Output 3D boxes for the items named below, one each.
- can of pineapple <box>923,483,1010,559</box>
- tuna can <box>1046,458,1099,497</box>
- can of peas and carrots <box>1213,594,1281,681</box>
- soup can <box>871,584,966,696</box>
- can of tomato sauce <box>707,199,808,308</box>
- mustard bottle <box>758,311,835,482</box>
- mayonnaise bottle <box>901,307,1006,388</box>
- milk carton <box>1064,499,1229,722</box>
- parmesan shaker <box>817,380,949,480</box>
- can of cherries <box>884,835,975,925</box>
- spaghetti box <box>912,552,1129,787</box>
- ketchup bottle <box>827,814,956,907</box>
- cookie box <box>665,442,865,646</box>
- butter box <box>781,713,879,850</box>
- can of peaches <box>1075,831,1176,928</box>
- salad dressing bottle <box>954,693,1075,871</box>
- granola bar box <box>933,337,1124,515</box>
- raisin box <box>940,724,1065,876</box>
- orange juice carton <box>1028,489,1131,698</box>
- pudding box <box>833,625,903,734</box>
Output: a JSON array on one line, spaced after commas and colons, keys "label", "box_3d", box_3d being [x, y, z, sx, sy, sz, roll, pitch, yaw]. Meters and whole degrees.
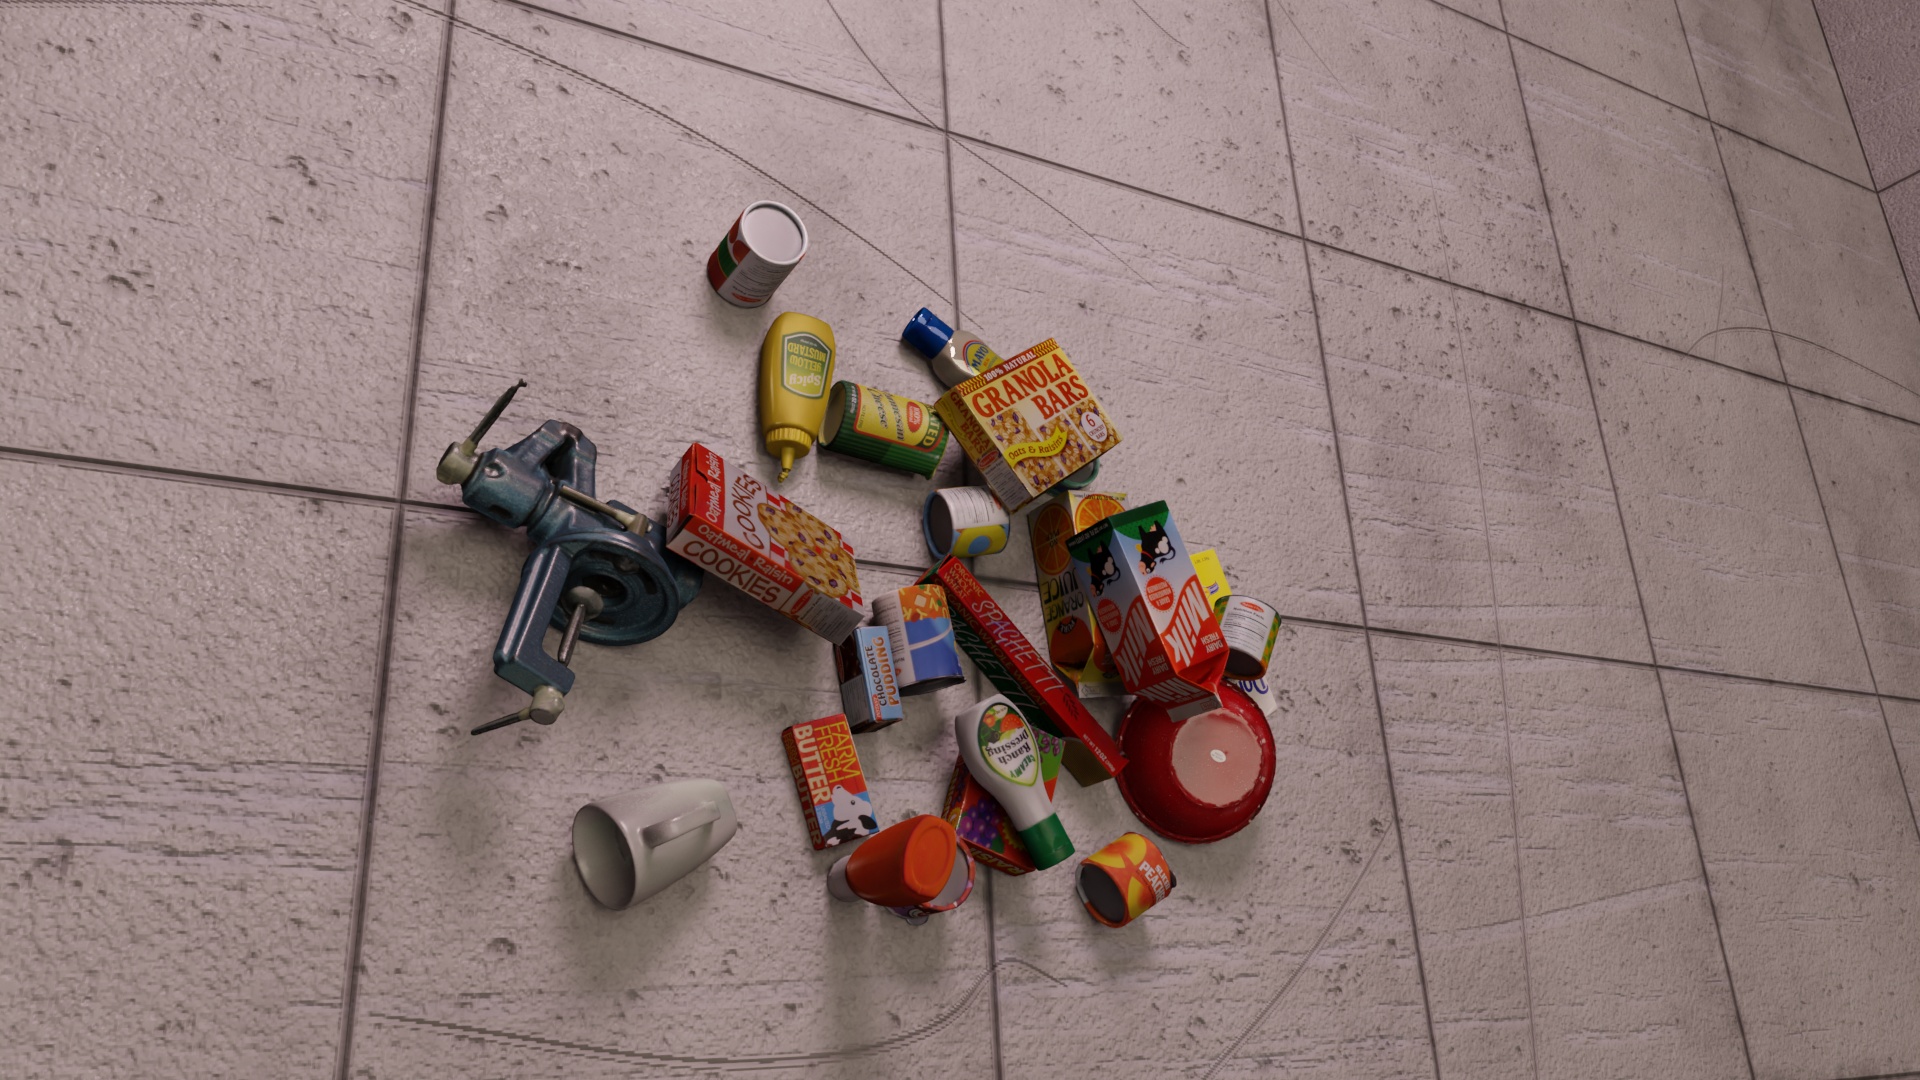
[{"label": "can of pineapple", "box_3d": [0.005, -0.016, 1.272, 0.058, 0.070, 0.071, -7, 74, -26]}, {"label": "tuna can", "box_3d": [0.105, -0.077, 1.379, 0.071, 0.032, 0.071, 12, 65, -26]}, {"label": "can of peas and carrots", "box_3d": [0.268, 0.095, 1.331, 0.071, 0.070, 0.059, 33, 60, -16]}, {"label": "soup can", "box_3d": [-0.035, 0.087, 1.207, 0.071, 0.071, 0.084, -3, 72, -32]}, {"label": "can of tomato sauce", "box_3d": [-0.183, -0.259, 1.251, 0.071, 0.082, 0.071, 12, 65, -27]}, {"label": "mustard bottle", "box_3d": [-0.148, -0.124, 1.237, 0.065, 0.048, 0.161, 13, 64, -24]}, {"label": "mayonnaise bottle", "box_3d": [0.011, -0.168, 1.354, 0.148, 0.041, 0.065, 37, 52, -14]}, {"label": "milk carton", "box_3d": [0.175, 0.068, 1.246, 0.074, 0.072, 0.190, -17, 81, -35]}, {"label": "parmesan shaker", "box_3d": [-0.070, -0.100, 1.262, 0.103, 0.071, 0.071, 13, 64, -26]}, {"label": "can of cherries", "box_3d": [-0.028, 0.276, 1.137, 0.071, 0.058, 0.072, 12, 64, -26]}, {"label": "spaghetti box", "box_3d": [0.053, 0.119, 1.256, 0.250, 0.050, 0.029, 49, 53, -4]}, {"label": "ketchup bottle", "box_3d": [-0.058, 0.253, 1.074, 0.043, 0.148, 0.065, 30, 59, -18]}, {"label": "cookie box", "box_3d": [-0.159, 0.001, 1.131, 0.167, 0.040, 0.123, 33, 20, -25]}, {"label": "butter box", "box_3d": [-0.107, 0.198, 1.144, 0.053, 0.024, 0.103, -11, 77, -34]}, {"label": "can of peaches", "box_3d": [0.145, 0.300, 1.224, 0.058, 0.071, 0.071, -22, 83, -34]}, {"label": "salad dressing bottle", "box_3d": [0.048, 0.204, 1.172, 0.064, 0.043, 0.147, -23, 83, -34]}, {"label": "granola bar box", "box_3d": [0.066, -0.110, 1.298, 0.124, 0.039, 0.166, 55, 43, 2]}, {"label": "raisin box", "box_3d": [0.035, 0.219, 1.211, 0.086, 0.040, 0.124, 28, 58, -19]}, {"label": "orange juice carton", "box_3d": [0.126, 0.053, 1.312, 0.072, 0.072, 0.193, 2, 70, -31]}, {"label": "pudding box", "box_3d": [-0.079, 0.118, 1.178, 0.030, 0.049, 0.084, -1, 71, -33]}]
